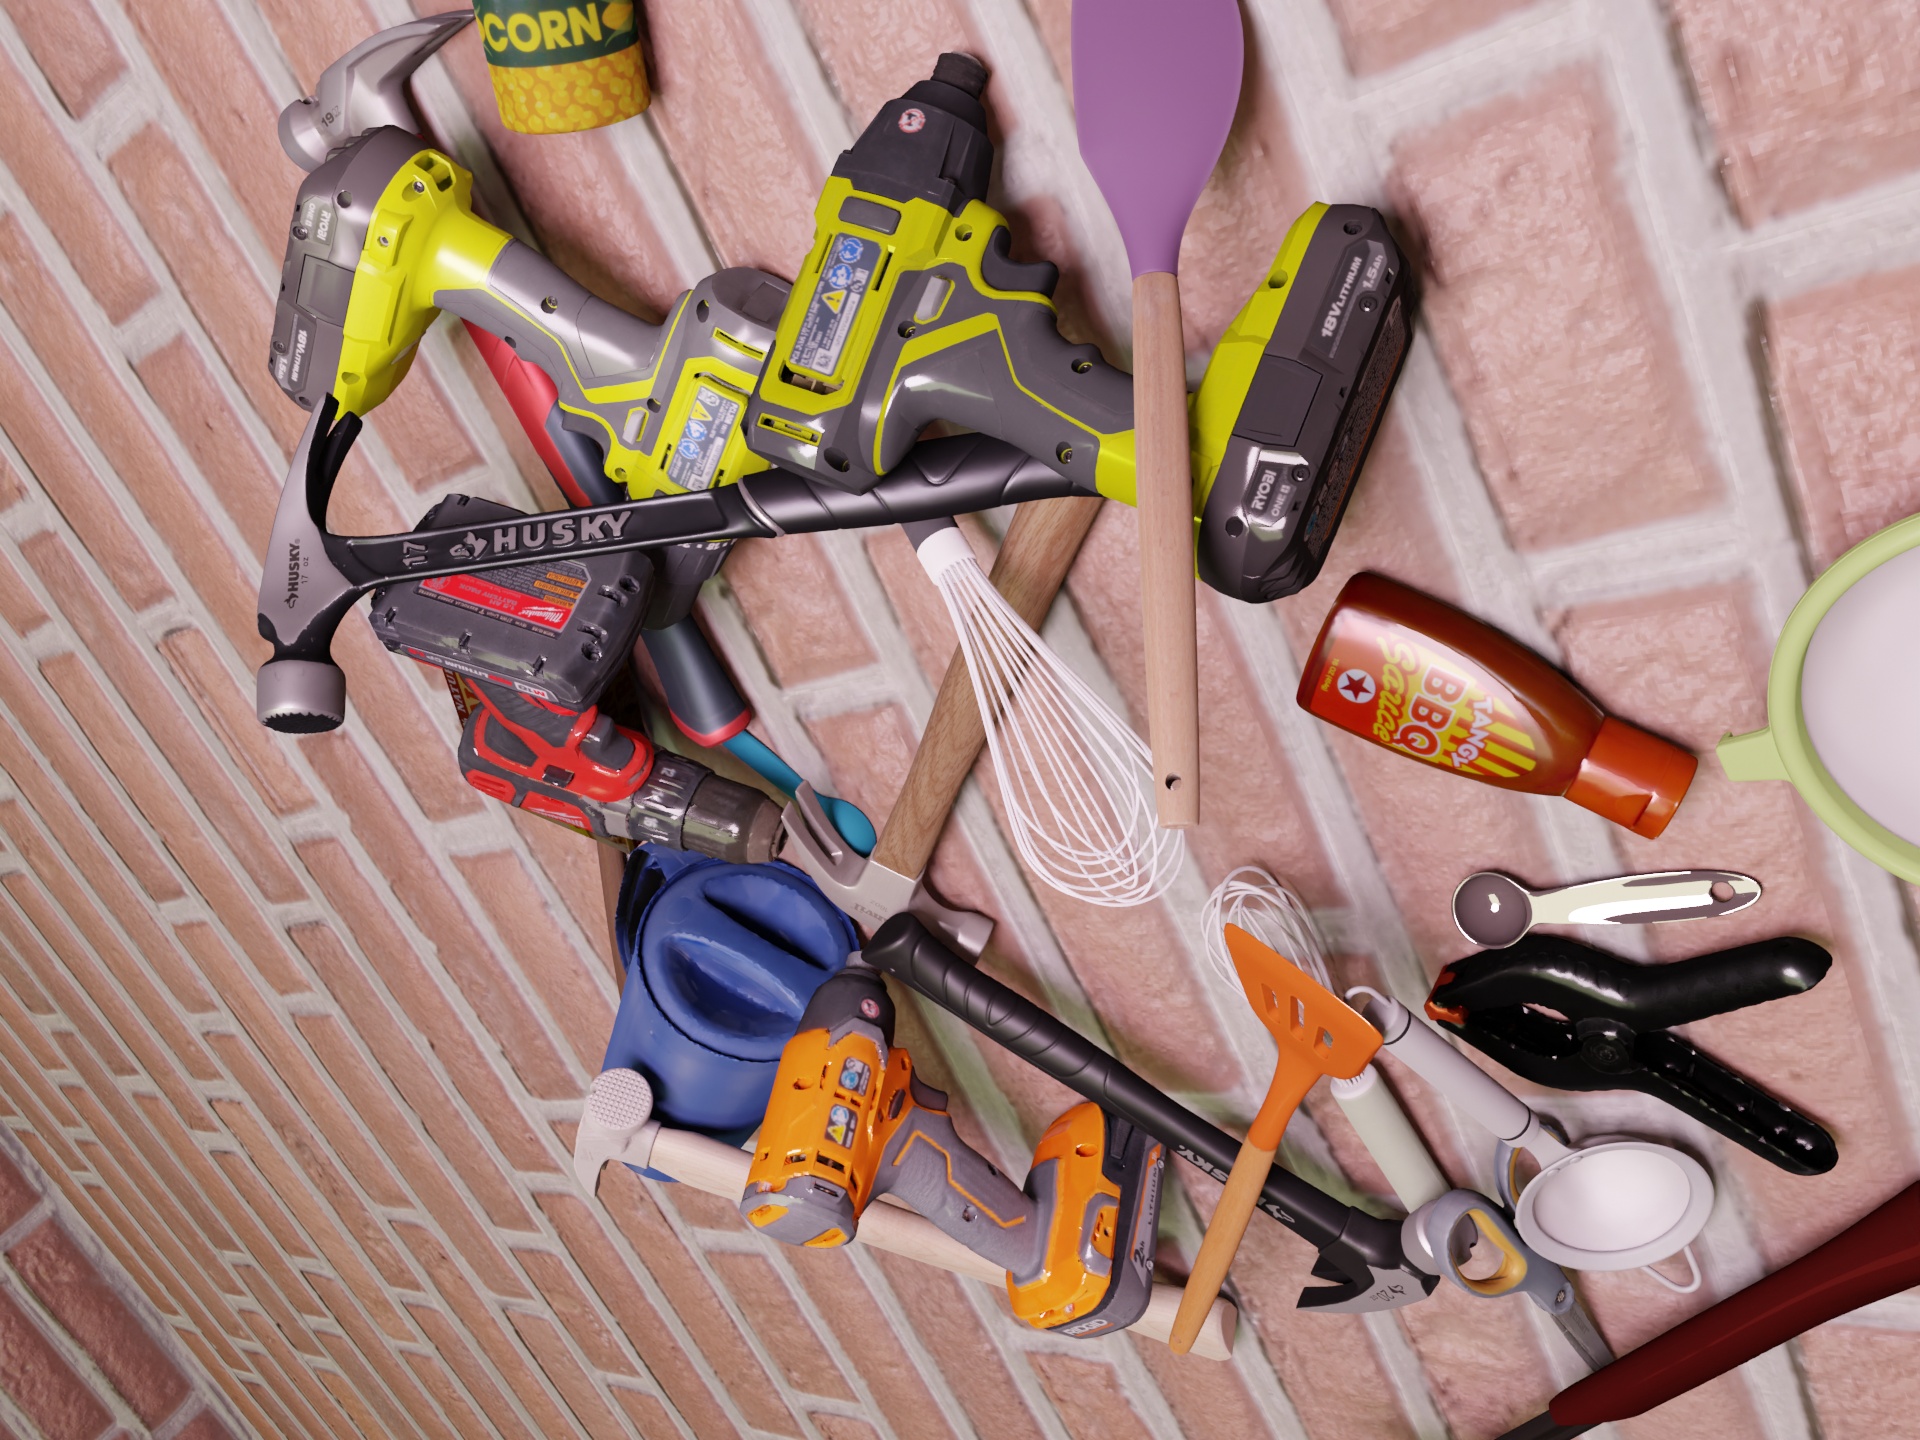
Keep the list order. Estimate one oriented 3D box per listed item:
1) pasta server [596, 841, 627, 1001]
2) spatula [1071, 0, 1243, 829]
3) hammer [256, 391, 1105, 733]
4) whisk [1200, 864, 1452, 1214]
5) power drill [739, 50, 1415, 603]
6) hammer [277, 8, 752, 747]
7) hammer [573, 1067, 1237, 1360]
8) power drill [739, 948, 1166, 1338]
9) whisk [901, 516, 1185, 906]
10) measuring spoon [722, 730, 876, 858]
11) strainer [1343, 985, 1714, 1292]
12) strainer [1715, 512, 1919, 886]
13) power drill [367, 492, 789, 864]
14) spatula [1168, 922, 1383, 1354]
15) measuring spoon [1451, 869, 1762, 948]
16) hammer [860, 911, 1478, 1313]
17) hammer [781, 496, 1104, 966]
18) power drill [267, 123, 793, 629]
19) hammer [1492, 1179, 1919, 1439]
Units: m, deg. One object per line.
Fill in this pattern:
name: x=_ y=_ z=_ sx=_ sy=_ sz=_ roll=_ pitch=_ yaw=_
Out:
pasta server: x=-0.225 y=0.183 z=1.106 sx=0.060 sy=0.040 sz=0.316 roll=17 pitch=126 yaw=25
spatula: x=0.068 y=-0.122 z=0.525 sx=0.060 sy=0.018 sz=0.316 roll=-4 pitch=79 yaw=16
hammer: x=-0.104 y=-0.091 z=0.671 sx=0.409 sy=0.149 sz=0.036 roll=-7 pitch=164 yaw=8
whisk: x=0.189 y=0.170 z=0.779 sx=0.058 sy=0.059 sz=0.246 roll=-13 pitch=119 yaw=45
power drill: x=0.043 y=-0.147 z=0.588 sx=0.223 sy=0.080 sz=0.171 roll=22 pitch=92 yaw=20
hammer: x=-0.201 y=-0.158 z=0.820 sx=0.143 sy=0.038 sz=0.386 roll=-12 pitch=114 yaw=39
hammer: x=-0.033 y=0.312 z=0.961 sx=0.410 sy=0.038 sz=0.146 roll=19 pitch=144 yaw=-3
power drill: x=0.001 y=0.231 z=0.878 sx=0.226 sy=0.164 sz=0.084 roll=28 pitch=139 yaw=-18
whisk: x=0.010 y=-0.045 z=0.679 sx=0.285 sy=0.070 sz=0.070 roll=61 pitch=141 yaw=22
measuring spoon: x=-0.104 y=0.040 z=0.909 sx=0.128 sy=0.021 sz=0.042 roll=39 pitch=136 yaw=3
strainer: x=0.249 y=0.179 z=0.700 sx=0.087 sy=0.050 sz=0.258 roll=-39 pitch=119 yaw=24
strainer: x=0.350 y=-0.056 z=0.472 sx=0.151 sy=0.069 sz=0.256 roll=26 pitch=133 yaw=21
power drill: x=-0.184 y=-0.002 z=0.810 sx=0.188 sy=0.080 sz=0.226 roll=18 pitch=153 yaw=9
spatula: x=0.132 y=0.218 z=0.756 sx=0.081 sy=0.041 sz=0.322 roll=36 pitch=136 yaw=30
measuring spoon: x=0.271 y=0.075 z=0.671 sx=0.124 sy=0.018 sz=0.034 roll=-9 pitch=92 yaw=33
hammer: x=0.092 y=0.203 z=0.838 sx=0.335 sy=0.035 sz=0.146 roll=31 pitch=147 yaw=8
hammer: x=-0.001 y=-0.003 z=0.787 sx=0.130 sy=0.031 sz=0.331 roll=25 pitch=132 yaw=2
power drill: x=-0.195 y=-0.154 z=0.747 sx=0.228 sy=0.080 sz=0.190 roll=26 pitch=127 yaw=-6
hammer: x=0.320 y=0.314 z=0.760 sx=0.149 sy=0.037 sz=0.359 roll=14 pitch=134 yaw=-20
